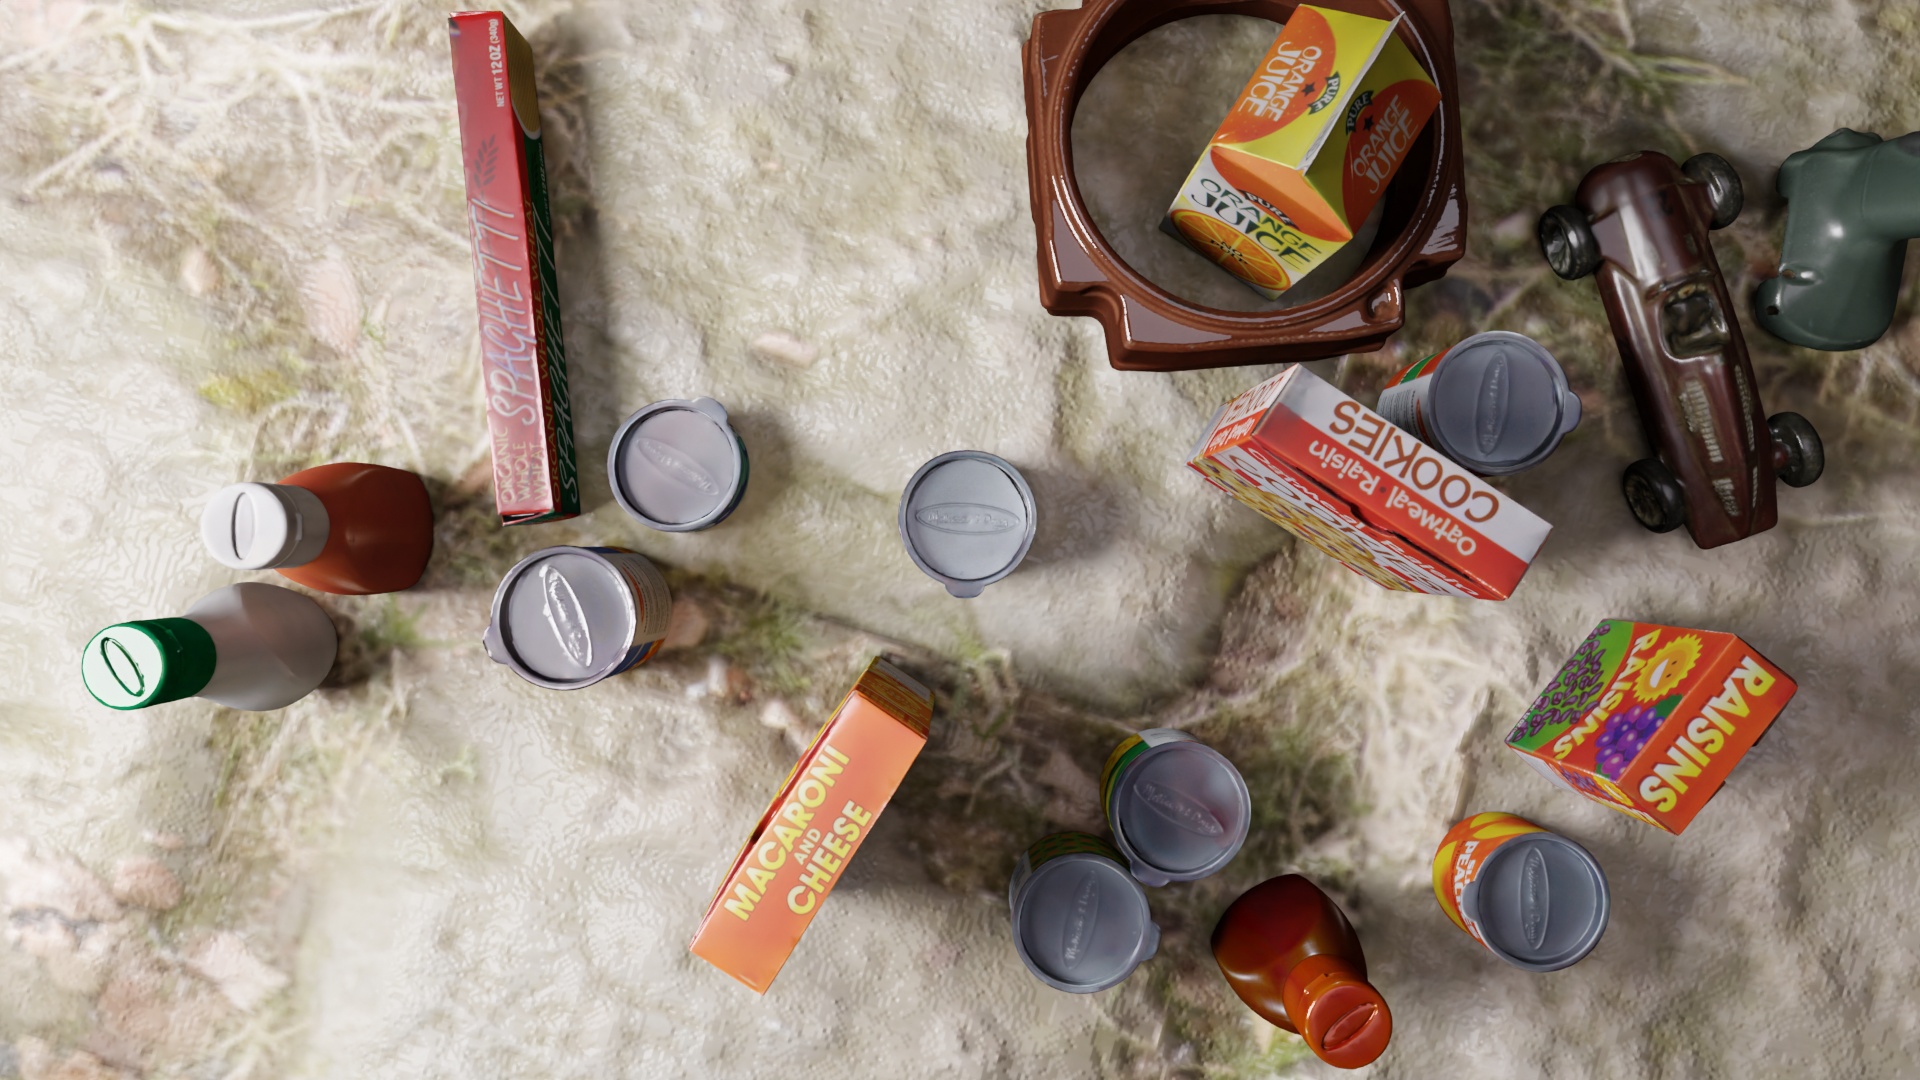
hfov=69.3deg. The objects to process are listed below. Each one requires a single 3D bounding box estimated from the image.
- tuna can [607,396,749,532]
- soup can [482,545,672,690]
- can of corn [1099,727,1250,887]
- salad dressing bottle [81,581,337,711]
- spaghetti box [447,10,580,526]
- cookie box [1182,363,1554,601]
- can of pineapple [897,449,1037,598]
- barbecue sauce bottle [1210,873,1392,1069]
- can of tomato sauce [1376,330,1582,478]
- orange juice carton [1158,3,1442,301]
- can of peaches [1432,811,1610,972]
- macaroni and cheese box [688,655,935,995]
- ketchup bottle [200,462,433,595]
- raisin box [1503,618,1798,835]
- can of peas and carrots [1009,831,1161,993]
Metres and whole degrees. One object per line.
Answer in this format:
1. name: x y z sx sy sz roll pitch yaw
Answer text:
1. tuna can: -0.139 -0.039 0.697 0.071 0.033 0.071 0 89 0
2. soup can: -0.182 0.036 0.670 0.071 0.084 0.071 0 89 0
3. can of corn: 0.102 0.130 0.682 0.071 0.058 0.071 0 89 0
4. salad dressing bottle: -0.340 0.051 0.637 0.044 0.147 0.064 -33 90 0
5. spaghetti box: -0.221 -0.132 0.690 0.029 0.050 0.250 -6 89 0
6. cookie box: 0.174 -0.022 0.631 0.123 0.167 0.040 32 90 0
7. can of pineapple: 0.002 -0.009 0.685 0.071 0.058 0.071 0 89 0
8. barbecue sauce bottle: 0.157 0.197 0.636 0.065 0.148 0.043 -38 90 0
9. can of tomato sauce: 0.248 -0.063 0.674 0.071 0.083 0.071 0 89 0
10. orange juice carton: 0.150 -0.171 0.621 0.073 0.192 0.072 33 90 0
11. can of peaches: 0.271 0.170 0.682 0.071 0.058 0.071 0 89 0
12. macaroni and cheese box: -0.061 0.119 0.628 0.040 0.166 0.123 33 89 0
13. ketchup bottle: -0.290 -0.006 0.638 0.043 0.149 0.064 1 90 0
14. raisin box: 0.318 0.084 0.652 0.040 0.123 0.086 40 89 0
15. can of peas and carrots: 0.060 0.181 0.681 0.071 0.059 0.071 0 89 0
